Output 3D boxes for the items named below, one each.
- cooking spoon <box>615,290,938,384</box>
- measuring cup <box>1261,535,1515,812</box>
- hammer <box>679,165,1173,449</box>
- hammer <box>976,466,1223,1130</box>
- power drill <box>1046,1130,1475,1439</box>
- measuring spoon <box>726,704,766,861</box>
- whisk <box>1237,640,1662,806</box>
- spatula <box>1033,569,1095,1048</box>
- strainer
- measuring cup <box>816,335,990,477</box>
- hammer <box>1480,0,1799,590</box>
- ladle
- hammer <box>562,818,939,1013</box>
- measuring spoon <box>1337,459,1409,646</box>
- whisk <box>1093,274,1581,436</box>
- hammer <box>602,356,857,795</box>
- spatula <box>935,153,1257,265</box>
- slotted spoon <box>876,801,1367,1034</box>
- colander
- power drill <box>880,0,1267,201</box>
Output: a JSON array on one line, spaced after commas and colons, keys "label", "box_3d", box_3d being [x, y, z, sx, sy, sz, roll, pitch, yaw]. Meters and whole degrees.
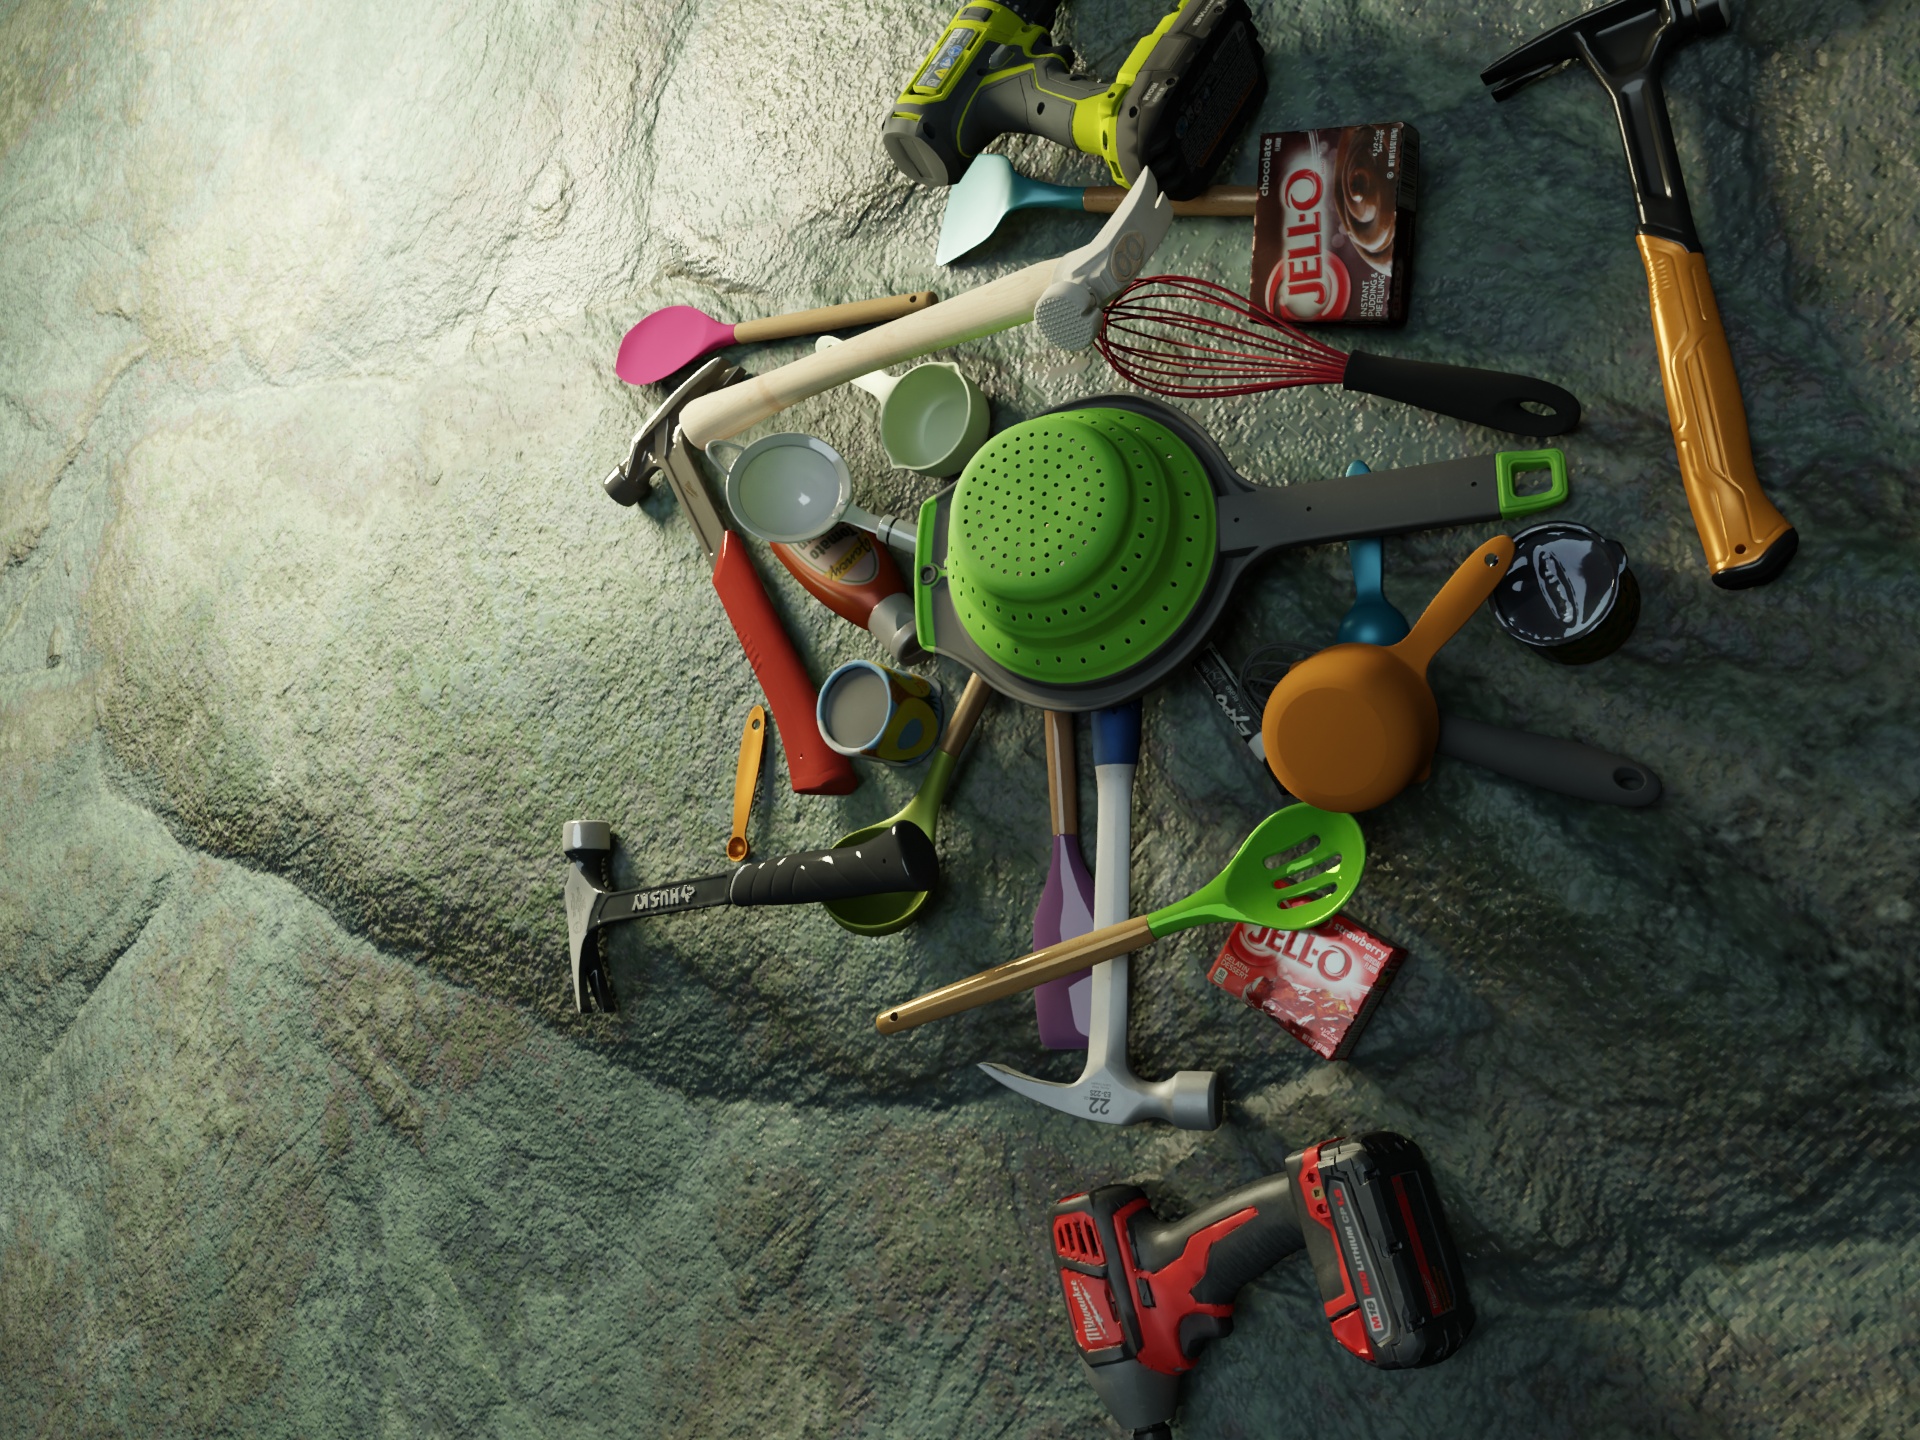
[{"label": "cooking spoon", "box_3d": [-0.150, -0.300, 1.221, 0.319, 0.017, 0.069, 1, 73, 35]}, {"label": "measuring cup", "box_3d": [0.225, -0.024, 0.827, 0.095, 0.052, 0.173, 42, 122, 15]}, {"label": "hammer", "box_3d": [-0.045, -0.252, 1.053, 0.411, 0.038, 0.146, -8, 40, 44]}, {"label": "hammer", "box_3d": [0.089, 0.039, 0.974, 0.144, 0.035, 0.406, -2, 78, 19]}, {"label": "power drill", "box_3d": [0.154, 0.312, 0.869, 0.219, 0.078, 0.143, -25, 68, 31]}, {"label": "measuring spoon", "box_3d": [-0.154, 0.046, 1.168, 0.021, 0.011, 0.117, 0, 78, 35]}, {"label": "whisk", "box_3d": [0.261, 0.003, 0.873, 0.239, 0.055, 0.055, 18, 92, 31]}, {"label": "spatula", "box_3d": [0.067, 0.047, 1.009, 0.060, 0.018, 0.316, -8, 77, 25]}, {"label": "strainer", "box_3d": [-0.056, -0.130, 1.079, 0.258, 0.050, 0.087, 23, 70, 14]}, {"label": "measuring cup", "box_3d": [-0.043, -0.229, 1.125, 0.168, 0.038, 0.083, 41, 104, 35]}, {"label": "hammer", "box_3d": [0.372, -0.229, 0.843, 0.127, 0.034, 0.337, -15, 73, 31]}, {"label": "ladle", "box_3d": [-0.002, -0.003, 1.031, 0.078, 0.062, 0.320, 31, 102, 25]}, {"label": "hammer", "box_3d": [-0.160, 0.120, 1.088, 0.409, 0.036, 0.149, -13, 75, 46]}, {"label": "measuring spoon", "box_3d": [0.232, -0.091, 0.919, 0.042, 0.021, 0.129, -9, 77, 33]}, {"label": "whisk", "box_3d": [0.206, -0.206, 0.920, 0.296, 0.073, 0.073, 18, 92, 23]}, {"label": "hammer", "box_3d": [-0.155, -0.099, 1.177, 0.149, 0.036, 0.359, -40, 61, 22]}, {"label": "spatula", "box_3d": [0.112, -0.341, 1.050, 0.318, 0.044, 0.082, 12, 87, 31]}, {"label": "slotted spoon", "box_3d": [0.087, 0.126, 0.917, 0.314, 0.031, 0.070, -24, 60, 19]}, {"label": "colander", "box_3d": [0.134, -0.122, 0.913, 0.397, 0.094, 0.205, -6, 75, 24]}, {"label": "power drill", "box_3d": [0.079, -0.430, 1.042, 0.229, 0.080, 0.190, 23, 74, 35]}]
